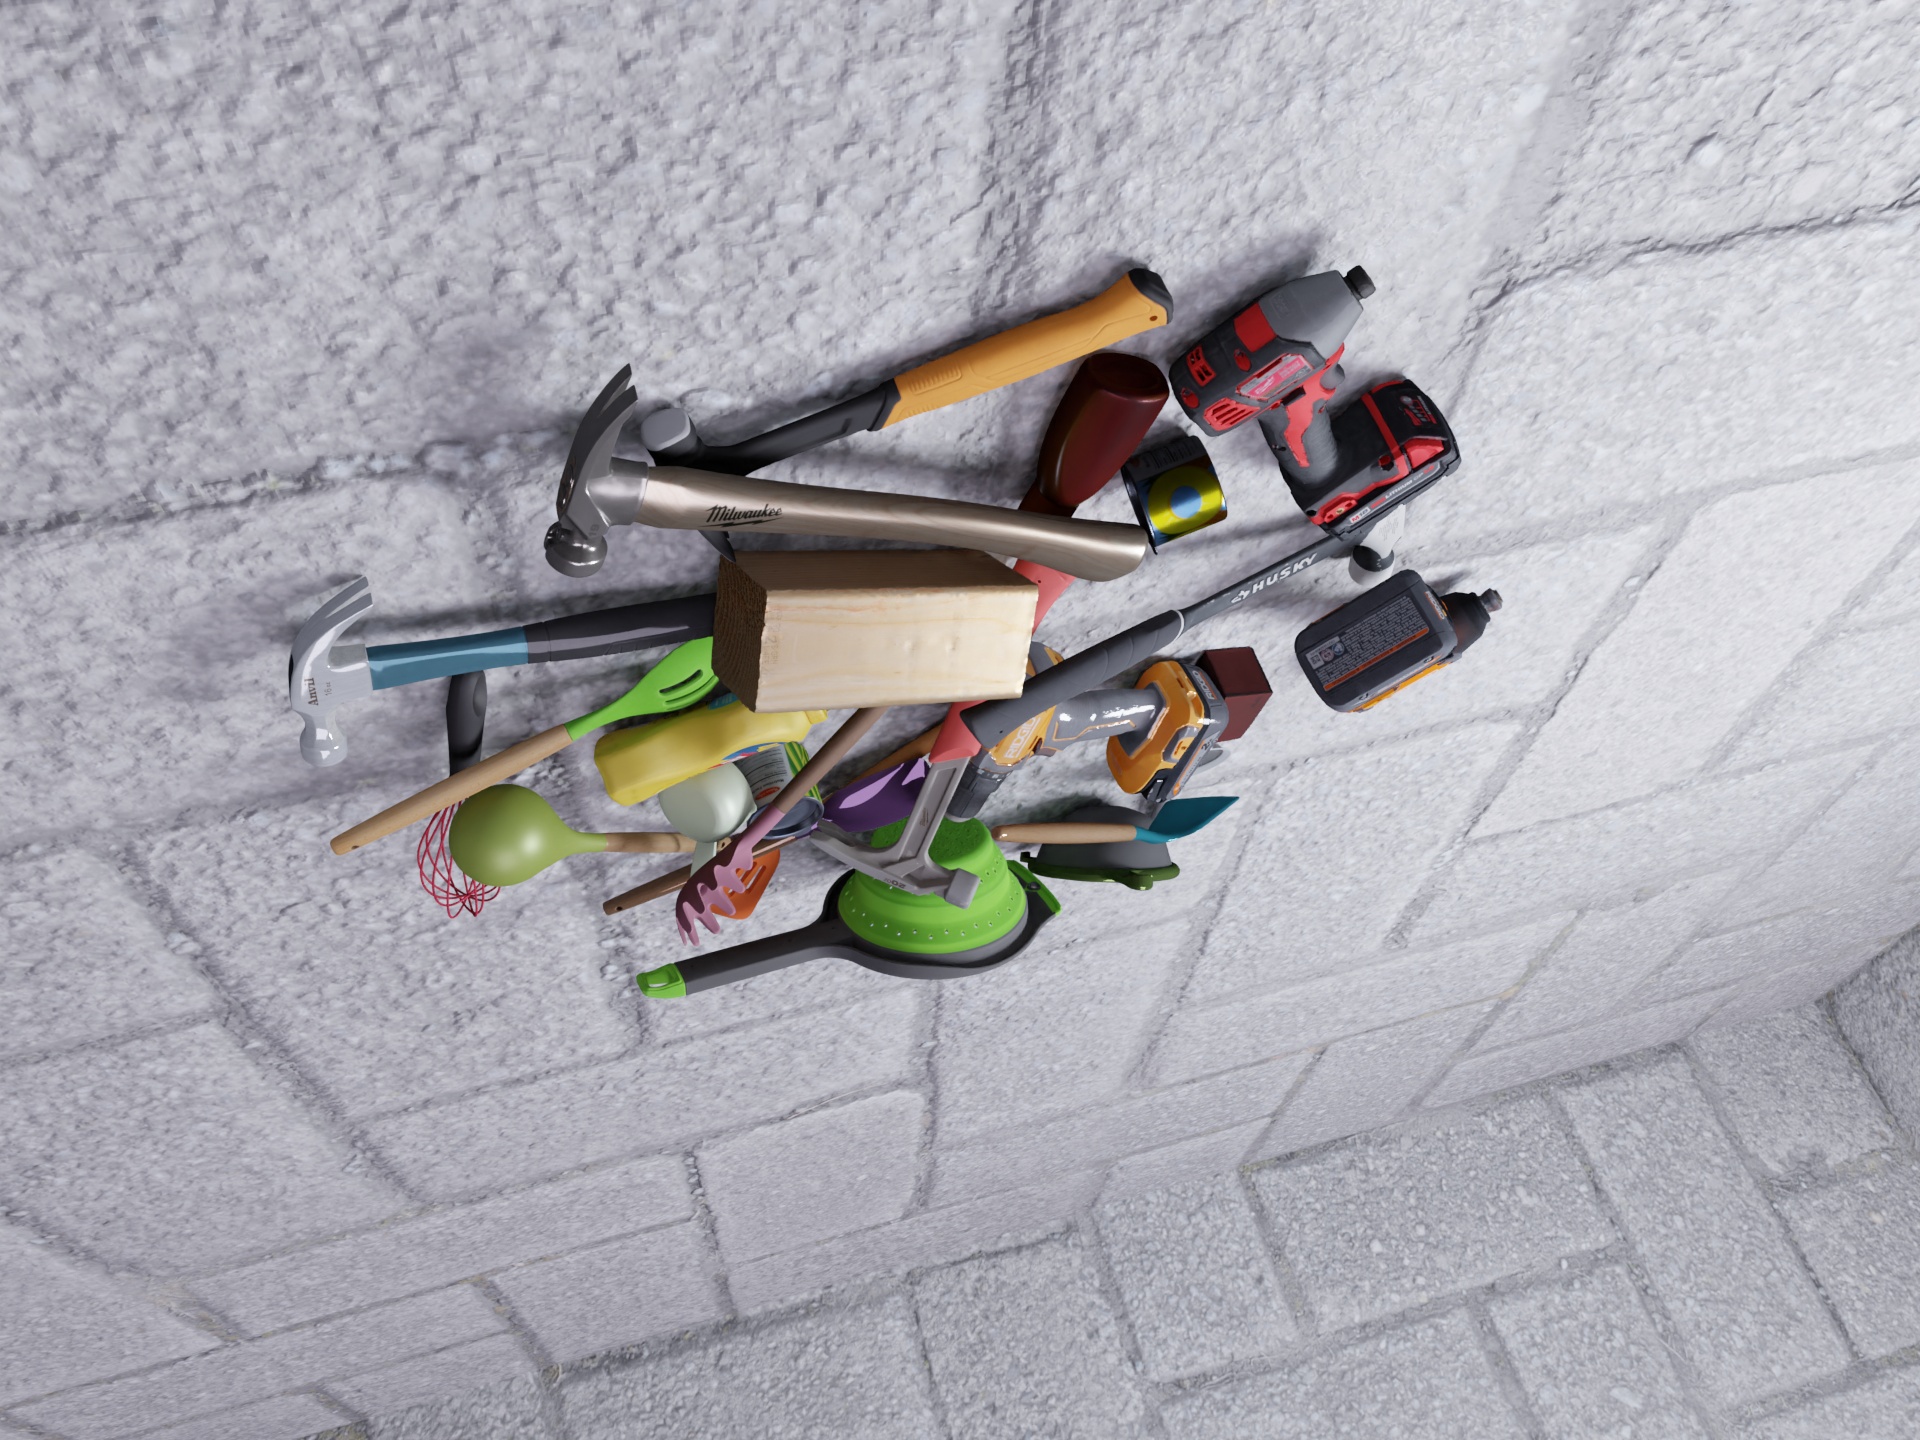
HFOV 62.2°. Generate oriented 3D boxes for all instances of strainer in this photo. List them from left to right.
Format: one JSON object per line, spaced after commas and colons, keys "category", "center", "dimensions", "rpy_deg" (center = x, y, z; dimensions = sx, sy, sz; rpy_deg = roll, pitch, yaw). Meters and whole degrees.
{"category": "strainer", "center": [0.147, 0.119, 1.523], "dimensions": [0.151, 0.069, 0.256], "rpy_deg": [1, 180, -6]}
{"category": "strainer", "center": [0.209, 0.063, 1.570], "dimensions": [0.087, 0.050, 0.258], "rpy_deg": [-11, 155, -10]}

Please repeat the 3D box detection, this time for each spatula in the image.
{"category": "spatula", "center": [-0.168, 0.109, 1.394], "dimensions": [0.316, 0.018, 0.059], "rpy_deg": [-22, 128, 4]}
{"category": "spatula", "center": [-0.106, 0.078, 1.414], "dimensions": [0.322, 0.041, 0.081], "rpy_deg": [-33, 142, 20]}
{"category": "spatula", "center": [0.133, 0.089, 1.412], "dimensions": [0.082, 0.044, 0.317], "rpy_deg": [-5, 174, 41]}

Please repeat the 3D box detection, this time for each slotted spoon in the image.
{"category": "slotted spoon", "center": [-0.308, 0.022, 1.156], "dimensions": [0.314, 0.031, 0.070], "rpy_deg": [-27, 156, -9]}

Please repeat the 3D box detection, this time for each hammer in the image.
{"category": "hammer", "center": [-0.283, -0.053, 1.086], "dimensions": [0.331, 0.033, 0.128], "rpy_deg": [-11, 132, -22]}
{"category": "hammer", "center": [-0.049, -0.138, 1.026], "dimensions": [0.410, 0.038, 0.146], "rpy_deg": [2, 141, -30]}
{"category": "hammer", "center": [-0.025, -0.203, 1.009], "dimensions": [0.337, 0.034, 0.127], "rpy_deg": [-21, 149, 3]}
{"category": "hammer", "center": [-0.002, -0.004, 1.271], "dimensions": [0.149, 0.037, 0.358], "rpy_deg": [24, 124, 1]}
{"category": "hammer", "center": [0.180, -0.083, 1.234], "dimensions": [0.409, 0.036, 0.149], "rpy_deg": [-27, 149, -15]}

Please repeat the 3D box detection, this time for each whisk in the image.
{"category": "whisk", "center": [-0.379, 0.057, 1.212], "dimensions": [0.073, 0.073, 0.295], "rpy_deg": [-5, 142, -22]}

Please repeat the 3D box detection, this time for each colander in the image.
{"category": "colander", "center": [-0.100, 0.161, 1.438], "dimensions": [0.397, 0.205, 0.094], "rpy_deg": [-12, 119, -23]}

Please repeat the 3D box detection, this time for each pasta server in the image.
{"category": "pasta server", "center": [-0.122, 0.056, 1.274], "dimensions": [0.316, 0.040, 0.060], "rpy_deg": [-46, 163, 5]}

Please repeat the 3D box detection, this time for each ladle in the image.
{"category": "ladle", "center": [-0.287, 0.095, 1.292], "dimensions": [0.062, 0.078, 0.320], "rpy_deg": [17, -177, 24]}

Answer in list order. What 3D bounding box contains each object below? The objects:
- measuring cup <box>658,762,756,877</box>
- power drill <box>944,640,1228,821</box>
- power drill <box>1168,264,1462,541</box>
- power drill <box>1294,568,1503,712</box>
{"category": "measuring cup", "center": [-0.218, 0.099, 1.315], "dimensions": [0.038, 0.083, 0.167], "rpy_deg": [-46, 157, -50]}
{"category": "power drill", "center": [0.097, 0.021, 1.377], "dimensions": [0.226, 0.084, 0.185], "rpy_deg": [4, 133, -31]}
{"category": "power drill", "center": [0.254, -0.222, 1.100], "dimensions": [0.143, 0.079, 0.219], "rpy_deg": [-34, 144, 23]}
{"category": "power drill", "center": [0.382, -0.071, 1.367], "dimensions": [0.164, 0.084, 0.226], "rpy_deg": [-32, 168, 20]}
